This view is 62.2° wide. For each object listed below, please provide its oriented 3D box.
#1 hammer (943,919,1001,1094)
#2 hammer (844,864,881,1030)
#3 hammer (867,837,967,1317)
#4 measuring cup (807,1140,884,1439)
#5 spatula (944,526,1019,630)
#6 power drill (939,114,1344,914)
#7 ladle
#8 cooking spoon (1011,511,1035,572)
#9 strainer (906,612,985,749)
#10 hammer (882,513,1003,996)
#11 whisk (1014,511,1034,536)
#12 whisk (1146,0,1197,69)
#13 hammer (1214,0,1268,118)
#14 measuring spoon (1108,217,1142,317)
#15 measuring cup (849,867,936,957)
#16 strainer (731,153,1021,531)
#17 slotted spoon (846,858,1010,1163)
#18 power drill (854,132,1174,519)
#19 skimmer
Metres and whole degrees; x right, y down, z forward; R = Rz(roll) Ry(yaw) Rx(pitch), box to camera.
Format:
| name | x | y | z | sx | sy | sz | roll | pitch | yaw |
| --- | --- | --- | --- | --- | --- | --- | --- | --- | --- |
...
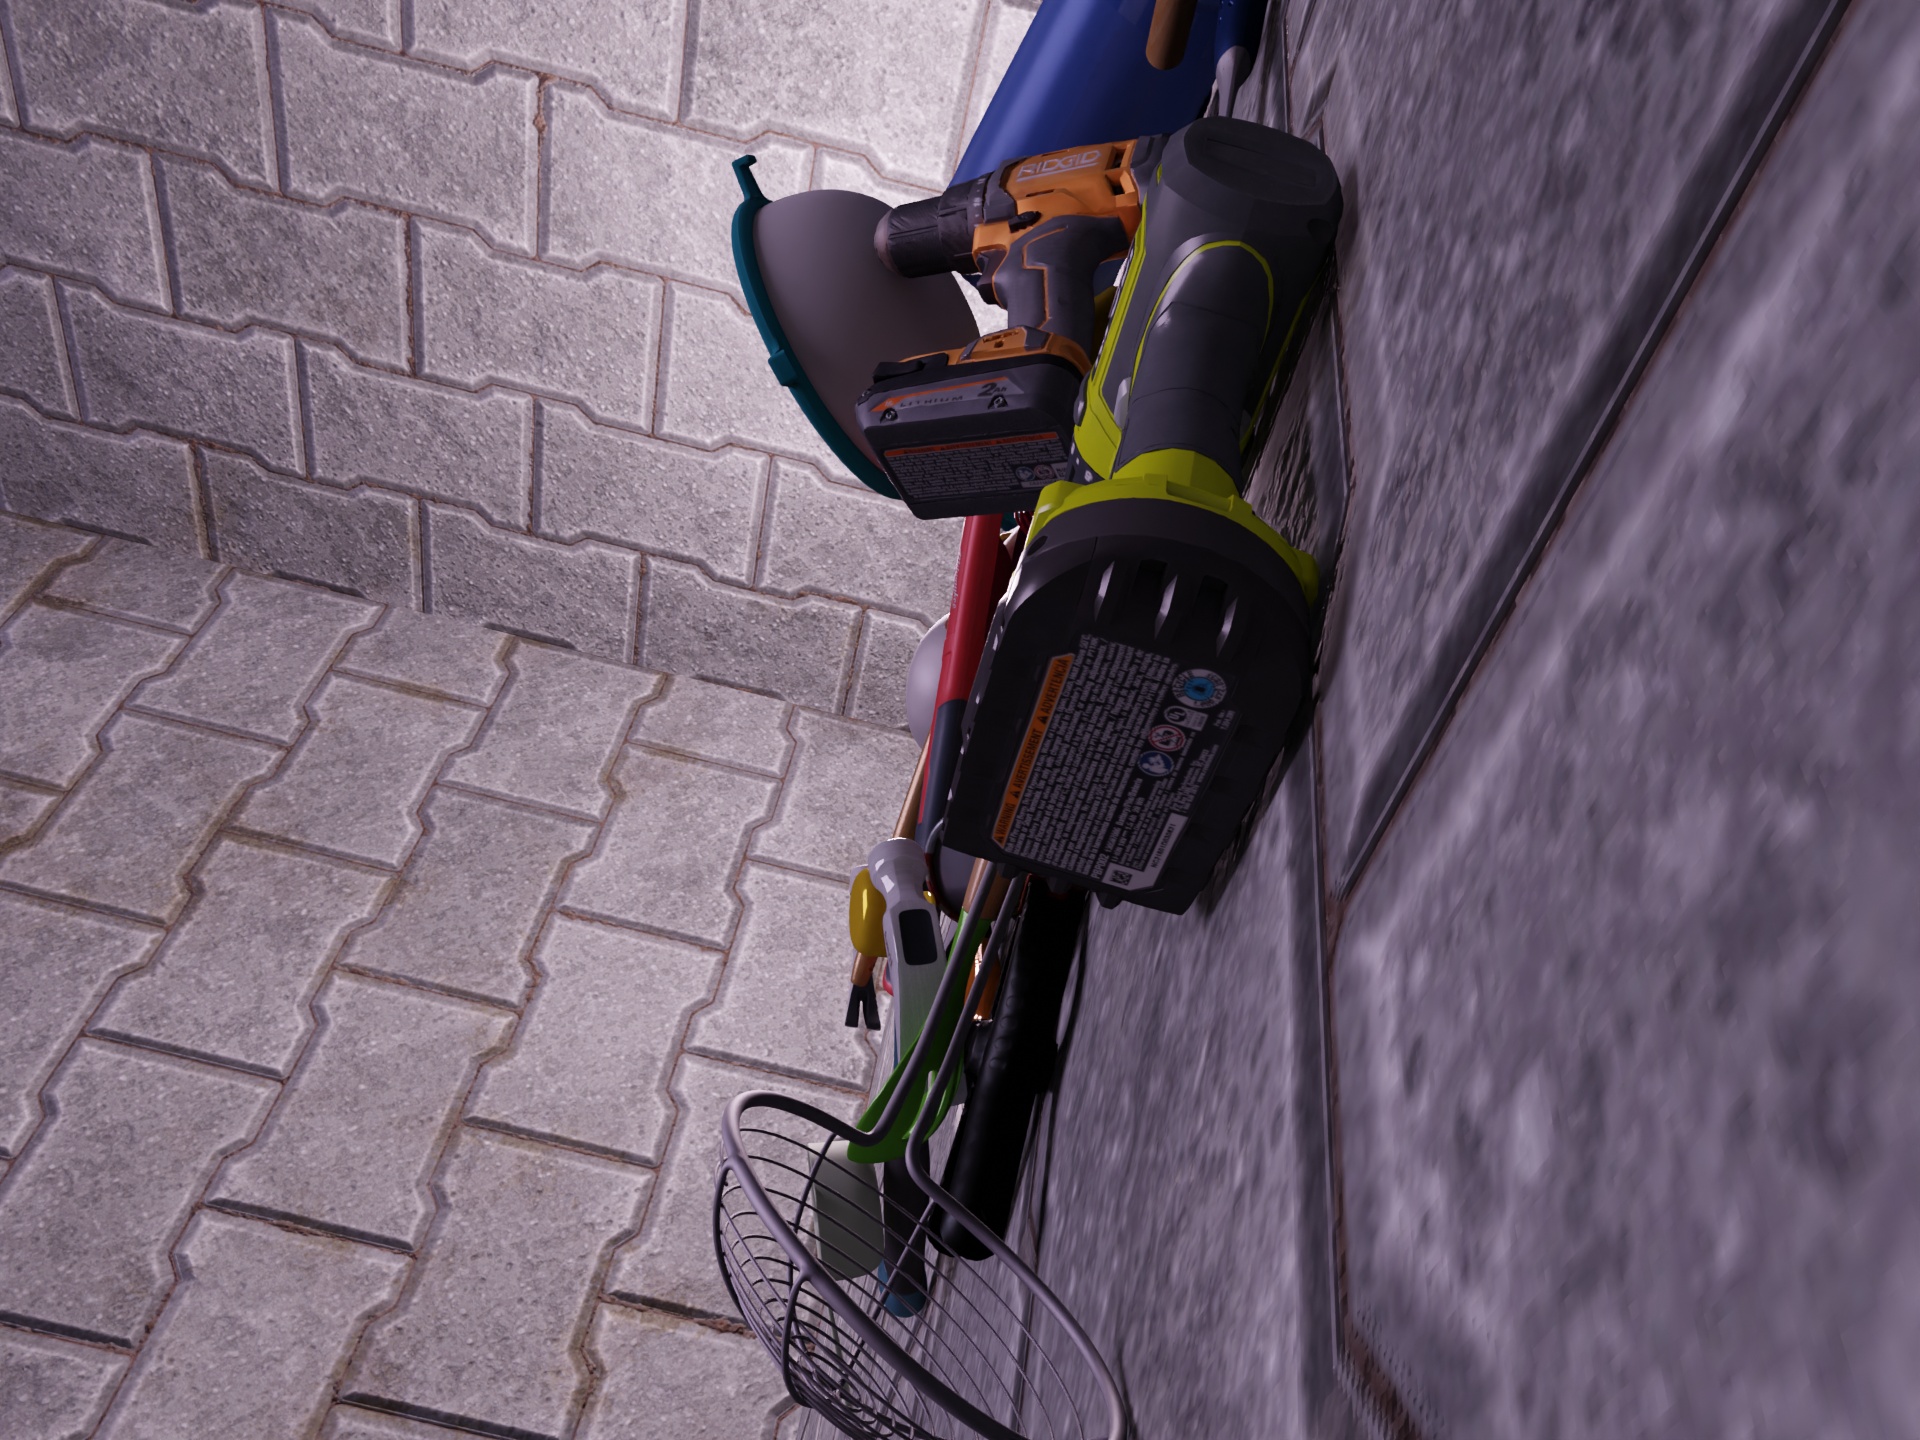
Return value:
| name | x | y | z | sx | sy | sz | roll | pitch | yaw |
| --- | --- | --- | --- | --- | --- | --- | --- | --- | --- |
| hammer | 0.010 | 0.160 | 0.993 | 0.337 | 0.034 | 0.127 | -85 | 10 | -78 |
| hammer | -0.035 | 0.115 | 1.205 | 0.408 | 0.036 | 0.149 | 120 | 156 | -60 |
| hammer | -0.029 | 0.225 | 0.876 | 0.128 | 0.033 | 0.330 | -106 | 14 | -48 |
| measuring cup | -0.056 | 0.314 | 0.876 | 0.083 | 0.038 | 0.168 | 101 | 159 | -63 |
| spatula | 0.051 | -0.146 | 1.233 | 0.316 | 0.018 | 0.059 | -54 | -20 | -52 |
| power drill | 0.058 | -0.055 | 0.504 | 0.190 | 0.080 | 0.229 | 107 | 179 | -46 |
| ladle | -0.021 | 0.026 | 1.046 | 0.069 | 0.031 | 0.315 | 10 | -81 | -62 |
| cooking spoon | 0.039 | -0.015 | 1.200 | 0.068 | 0.017 | 0.319 | 18 | -100 | -72 |
| strainer | -0.004 | 0.023 | 1.231 | 0.151 | 0.069 | 0.256 | -53 | -32 | -62 |
| hammer | -0.002 | -0.003 | 0.962 | 0.143 | 0.038 | 0.386 | -120 | 37 | -71 |
| whisk | 0.067 | -0.119 | 1.075 | 0.295 | 0.073 | 0.073 | 88 | -165 | -72 |
| whisk | 0.124 | -0.418 | 0.758 | 0.047 | 0.051 | 0.244 | -54 | -13 | -27 |
| hammer | 0.131 | -0.310 | 0.786 | 0.144 | 0.035 | 0.406 | 107 | 176 | -59 |
| measuring spoon | 0.087 | -0.215 | 0.703 | 0.034 | 0.018 | 0.124 | 107 | -177 | -47 |
| measuring cup | -0.042 | 0.112 | 0.941 | 0.156 | 0.029 | 0.062 | 149 | 124 | -75 |
| strainer | -0.015 | -0.229 | 1.053 | 0.340 | 0.095 | 0.211 | 37 | -147 | -51 |
| slotted spoon | 0.015 | 0.061 | 0.695 | 0.070 | 0.031 | 0.313 | -5 | -63 | -62 |
| power drill | 0.015 | -0.214 | 0.840 | 0.084 | 0.185 | 0.226 | 56 | -138 | -46 |
| skimmer | 0.025 | 0.057 | 0.494 | 0.090 | 0.127 | 0.363 | -41 | 17 | 40 |
